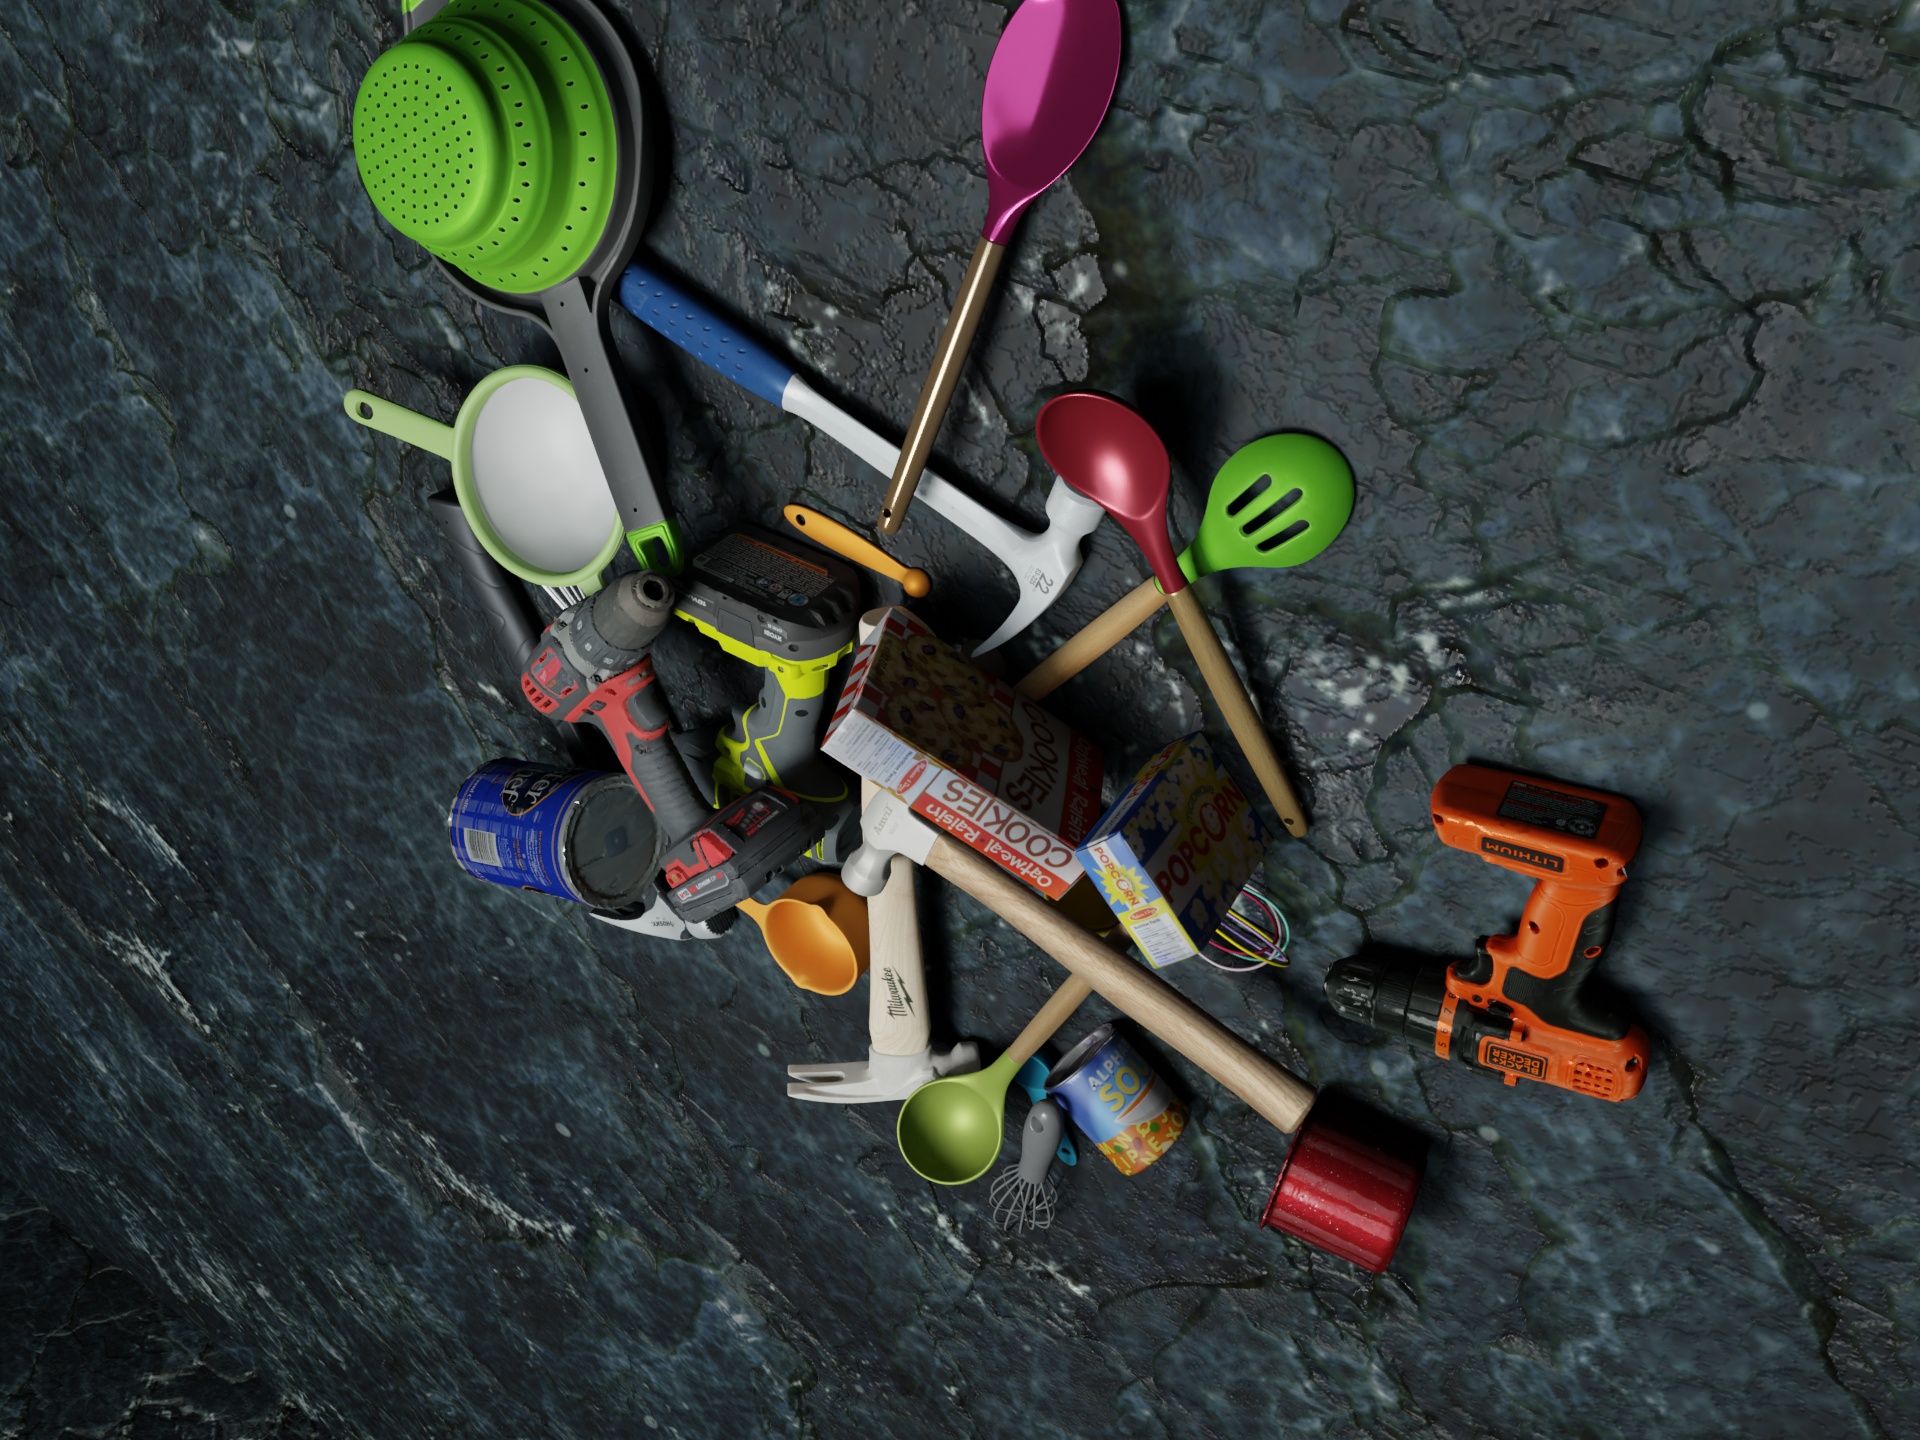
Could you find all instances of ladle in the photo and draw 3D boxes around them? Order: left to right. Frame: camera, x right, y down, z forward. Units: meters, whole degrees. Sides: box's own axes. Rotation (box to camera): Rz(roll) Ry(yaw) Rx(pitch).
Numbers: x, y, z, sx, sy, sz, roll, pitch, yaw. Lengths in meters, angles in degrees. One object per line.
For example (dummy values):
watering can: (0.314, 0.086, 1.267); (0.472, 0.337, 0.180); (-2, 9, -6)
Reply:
ladle: (0.044, 0.223, 1.087); (0.078, 0.062, 0.320); (40, 132, 8)
ladle: (0.130, -0.053, 0.879); (0.069, 0.031, 0.315); (-6, 126, 40)

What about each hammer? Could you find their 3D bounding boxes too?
hammer: (-0.320, 0.003, 1.281); (0.149, 0.036, 0.408); (-8, 113, 41)
hammer: (-0.099, -0.193, 0.983); (0.405, 0.035, 0.144); (36, 134, 12)
hammer: (-0.058, 0.109, 1.107); (0.146, 0.038, 0.410); (-3, 122, -5)
hammer: (0.077, 0.142, 0.994); (0.331, 0.031, 0.130); (35, 125, 13)

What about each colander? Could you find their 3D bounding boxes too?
colander: (-0.265, -0.267, 0.962); (0.204, 0.094, 0.397); (-13, 101, 32)

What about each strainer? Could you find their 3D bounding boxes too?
strainer: (-0.317, -0.191, 1.115); (0.256, 0.069, 0.151); (23, 117, 21)

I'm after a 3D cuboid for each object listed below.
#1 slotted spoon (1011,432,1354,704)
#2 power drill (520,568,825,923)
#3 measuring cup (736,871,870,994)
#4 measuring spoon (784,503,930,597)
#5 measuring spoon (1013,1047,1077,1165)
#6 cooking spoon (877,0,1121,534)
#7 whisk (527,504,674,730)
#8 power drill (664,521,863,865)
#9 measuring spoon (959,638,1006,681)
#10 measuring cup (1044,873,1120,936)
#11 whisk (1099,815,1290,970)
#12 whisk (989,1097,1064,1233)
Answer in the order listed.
slotted spoon: (0.104, -0.064, 0.927); (0.070, 0.031, 0.313); (48, 137, -4)
power drill: (-0.191, 0.012, 1.061); (0.226, 0.080, 0.188); (54, 143, -4)
measuring cup: (-0.135, 0.137, 1.222); (0.174, 0.052, 0.095); (33, 133, 17)
measuring spoon: (-0.070, -0.110, 1.033); (0.117, 0.011, 0.021); (30, 132, 17)
measuring spoon: (0.068, 0.287, 1.201); (0.042, 0.021, 0.128); (2, 128, 35)
cooking spoon: (0.009, -0.236, 0.858); (0.069, 0.017, 0.318); (34, 124, 15)
whisk: (-0.261, -0.052, 1.193); (0.058, 0.059, 0.246); (-20, 112, 14)
power drill: (-0.143, -0.016, 1.108); (0.171, 0.080, 0.223); (24, 134, 22)
measuring spoon: (-0.002, -0.003, 1.050); (0.034, 0.018, 0.124); (35, 134, 12)
measuring cup: (0.049, 0.083, 1.057); (0.157, 0.062, 0.029); (44, 150, 20)
whisk: (0.106, 0.084, 1.014); (0.245, 0.047, 0.051); (33, 135, 18)
whisk: (0.053, 0.328, 1.177); (0.055, 0.055, 0.238); (31, 149, 16)
